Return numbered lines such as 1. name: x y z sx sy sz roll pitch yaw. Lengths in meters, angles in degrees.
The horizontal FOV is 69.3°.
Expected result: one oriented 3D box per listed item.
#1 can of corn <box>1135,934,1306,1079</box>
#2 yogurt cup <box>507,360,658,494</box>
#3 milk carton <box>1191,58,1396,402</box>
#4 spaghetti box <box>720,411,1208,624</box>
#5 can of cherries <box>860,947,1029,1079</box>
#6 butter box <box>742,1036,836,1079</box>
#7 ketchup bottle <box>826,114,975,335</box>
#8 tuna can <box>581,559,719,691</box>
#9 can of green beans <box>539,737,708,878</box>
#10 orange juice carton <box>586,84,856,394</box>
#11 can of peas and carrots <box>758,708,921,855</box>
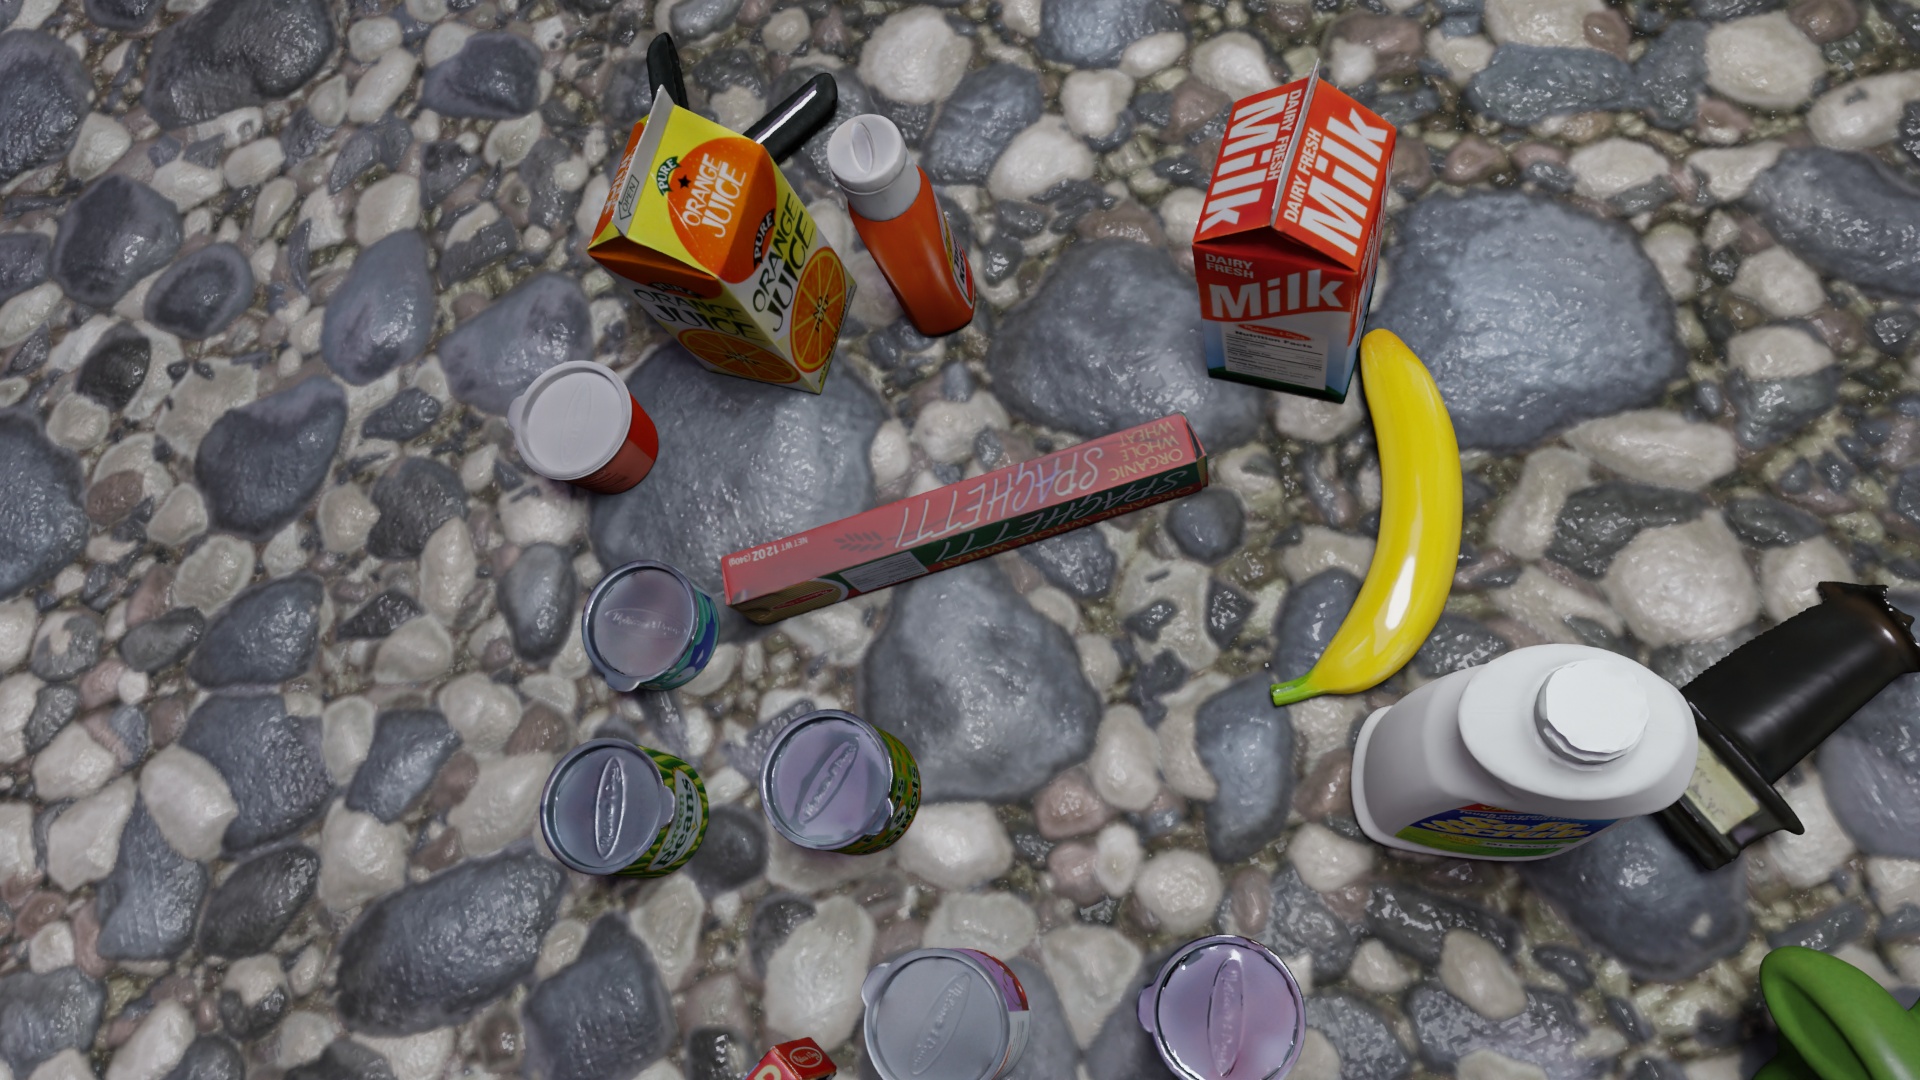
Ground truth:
1. can of corn: 0.116 0.208 0.614 0.071 0.058 0.071 -4 74 12
2. yogurt cup: -0.203 -0.059 0.768 0.072 0.054 0.072 -4 73 12
3. milk carton: 0.152 -0.135 0.636 0.073 0.190 0.072 14 78 17
4. spaghetti box: 0.003 -0.009 0.708 0.250 0.050 0.029 -17 71 8
5. can of cherries: -0.007 0.219 0.639 0.071 0.058 0.071 -4 74 12
6. butter box: -0.106 0.280 0.647 0.024 0.053 0.103 41 86 20
7. ketchup bottle: -0.029 -0.161 0.708 0.043 0.148 0.065 -17 71 8
8. tuna can: -0.165 0.048 0.739 0.071 0.032 0.071 -3 73 12
9. can of green beans: -0.168 0.136 0.701 0.071 0.057 0.071 -4 74 12
10. orange juice carton: -0.122 -0.146 0.701 0.073 0.192 0.072 13 78 16
11. can of peas and carrots: -0.055 0.121 0.679 0.071 0.058 0.071 -4 74 12
